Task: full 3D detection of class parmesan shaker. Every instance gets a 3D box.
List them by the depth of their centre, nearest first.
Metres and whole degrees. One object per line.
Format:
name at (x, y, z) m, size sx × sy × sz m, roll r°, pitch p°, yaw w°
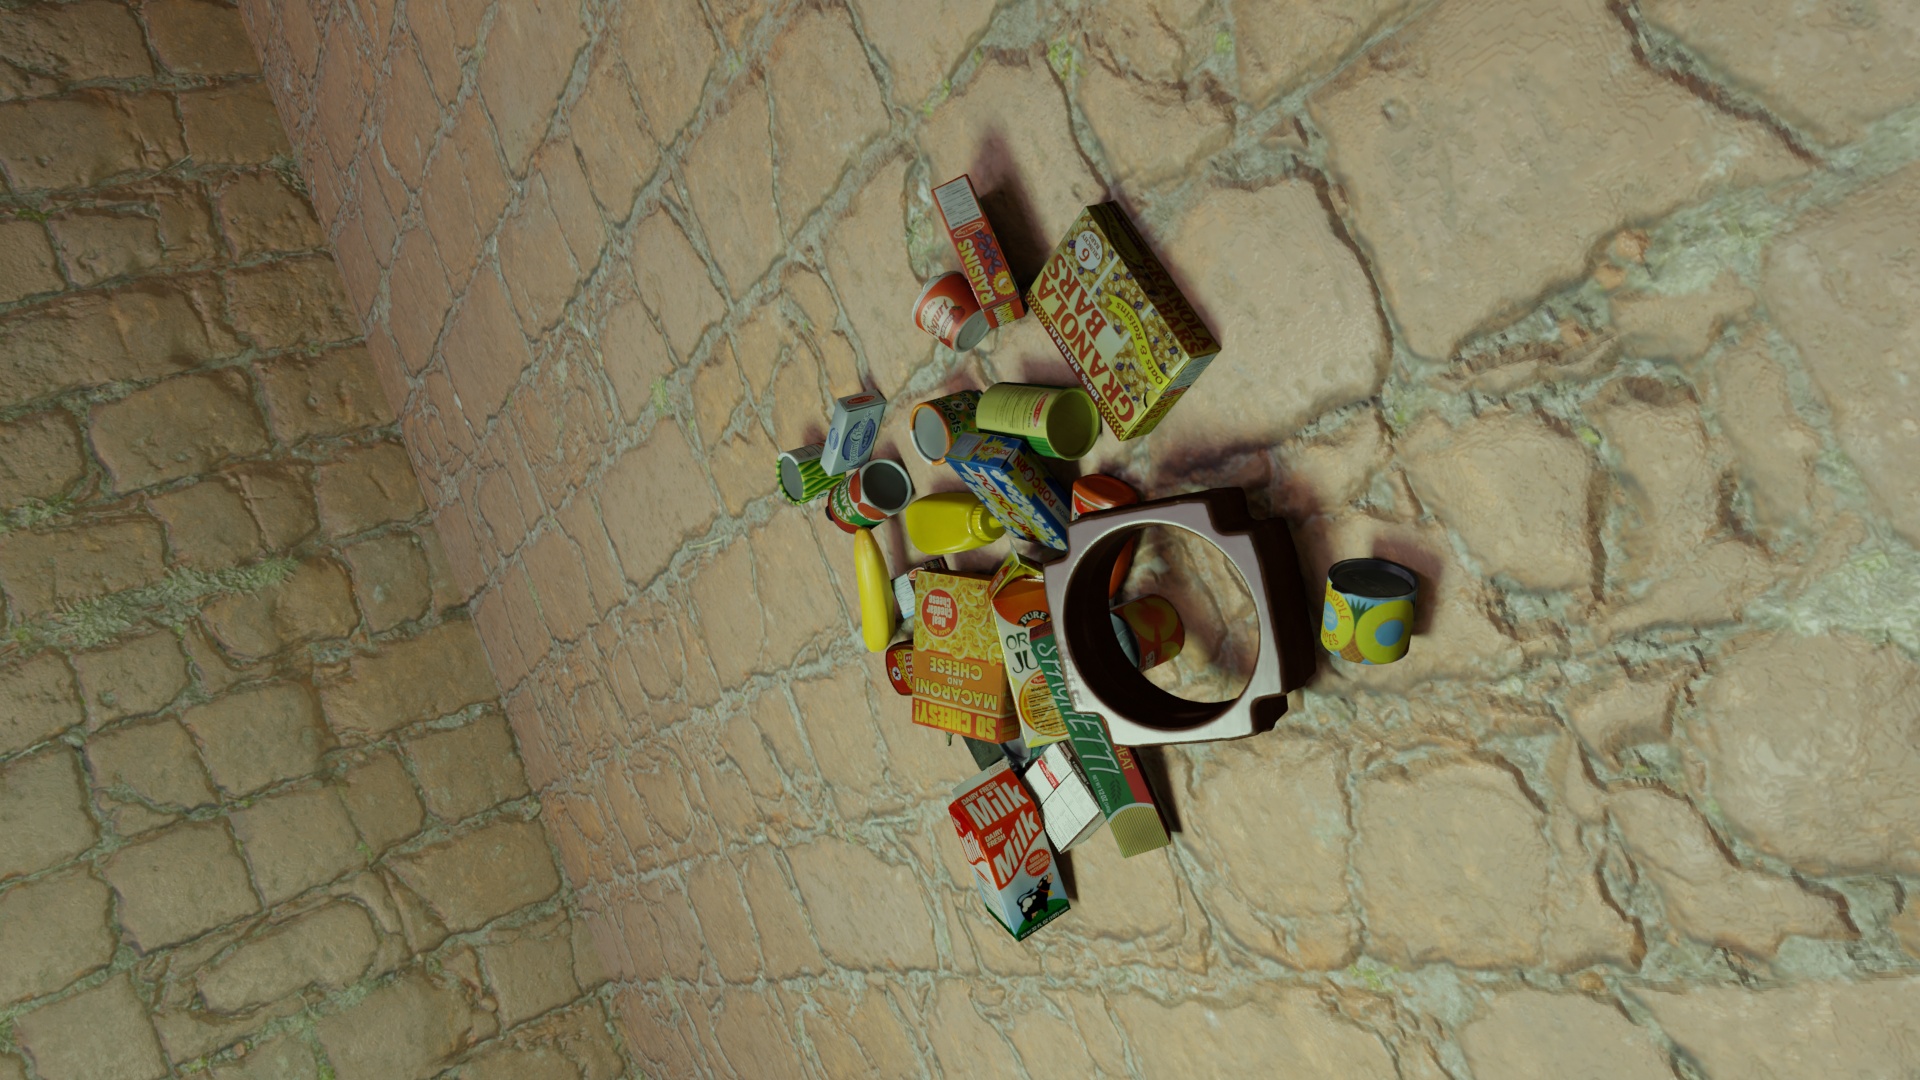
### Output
parmesan shaker at (0.072, -0.115, 1.287) m, size 0.103 × 0.071 × 0.071 m, roll 14°, pitch 117°, yaw 52°

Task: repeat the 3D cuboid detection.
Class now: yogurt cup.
yogurt cup at (-0.005, -0.219, 1.344) m, size 0.054 × 0.073 × 0.072 m, roll 44°, pitch 138°, yaw 21°

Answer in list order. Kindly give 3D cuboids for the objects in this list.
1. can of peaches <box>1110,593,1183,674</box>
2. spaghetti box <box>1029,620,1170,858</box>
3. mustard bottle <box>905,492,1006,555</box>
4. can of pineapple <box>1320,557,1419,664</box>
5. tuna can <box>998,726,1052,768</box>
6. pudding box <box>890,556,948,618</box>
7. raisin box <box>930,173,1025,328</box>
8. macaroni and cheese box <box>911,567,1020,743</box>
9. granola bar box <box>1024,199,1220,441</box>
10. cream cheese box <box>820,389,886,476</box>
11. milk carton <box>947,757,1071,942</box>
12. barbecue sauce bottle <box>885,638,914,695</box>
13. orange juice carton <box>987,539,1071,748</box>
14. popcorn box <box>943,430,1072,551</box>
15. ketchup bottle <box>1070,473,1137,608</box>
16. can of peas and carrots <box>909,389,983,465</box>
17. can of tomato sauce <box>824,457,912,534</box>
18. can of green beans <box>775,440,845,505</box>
can of peaches at (0.162, 0.089, 1.265) m, size 0.071 × 0.058 × 0.071 m, roll 27°, pitch 126°, yaw 44°
spaghetti box at (0.132, 0.186, 1.311) m, size 0.029 × 0.050 × 0.249 m, roll -75°, pitch -38°, yaw -71°
mustard bottle at (0.005, -0.018, 1.438) m, size 0.160 × 0.049 × 0.065 m, roll 0°, pitch 106°, yaw 53°
can of pineapple at (0.304, 0.053, 1.040) m, size 0.071 × 0.071 × 0.057 m, roll 28°, pitch 127°, yaw 45°
tuna can at (0.067, 0.203, 1.473) m, size 0.071 × 0.033 × 0.070 m, roll 28°, pitch 128°, yaw 45°
pudding box at (-0.042, 0.054, 1.554) m, size 0.083 × 0.030 × 0.049 m, roll -29°, pitch 81°, yaw 55°
raisin box at (0.018, -0.263, 1.275) m, size 0.086 × 0.040 × 0.123 m, roll 28°, pitch -140°, yaw -83°
macaroni and cheese box at (0.008, 0.118, 1.456) m, size 0.123 × 0.040 × 0.166 m, roll 7°, pitch 98°, yaw 40°
granola bar box at (0.133, -0.186, 1.188) m, size 0.166 × 0.039 × 0.123 m, roll 59°, pitch 144°, yaw 17°
cream cheese box at (-0.121, -0.120, 1.559) m, size 0.024 × 0.053 × 0.103 m, roll 52°, pitch 142°, yaw 28°
milk carton at (0.047, 0.323, 1.479) m, size 0.073 × 0.072 × 0.189 m, roll 28°, pitch 143°, yaw 59°
barbecue sauce bottle at (-0.028, 0.140, 1.565) m, size 0.148 × 0.044 × 0.065 m, roll -14°, pitch 92°, yaw 55°
orange juice carton at (0.074, 0.095, 1.353) m, size 0.072 × 0.073 × 0.192 m, roll -97°, pitch -7°, yaw -83°
popcorn box at (0.054, -0.047, 1.311) m, size 0.085 × 0.038 × 0.126 m, roll 16°, pitch 154°, yaw 51°
ketchup bottle at (0.129, 0.015, 1.288) m, size 0.065 × 0.044 × 0.148 m, roll 32°, pitch 131°, yaw 43°
can of peas and carrots at (-0.009, -0.116, 1.402) m, size 0.071 × 0.059 × 0.070 m, roll 28°, pitch 128°, yaw 44°
can of tomato sauce at (-0.103, -0.049, 1.554) m, size 0.083 × 0.071 × 0.071 m, roll -29°, pitch 82°, yaw 55°
can of green beans at (-0.179, -0.080, 1.654) m, size 0.071 × 0.058 × 0.071 m, roll 29°, pitch 128°, yaw 44°
